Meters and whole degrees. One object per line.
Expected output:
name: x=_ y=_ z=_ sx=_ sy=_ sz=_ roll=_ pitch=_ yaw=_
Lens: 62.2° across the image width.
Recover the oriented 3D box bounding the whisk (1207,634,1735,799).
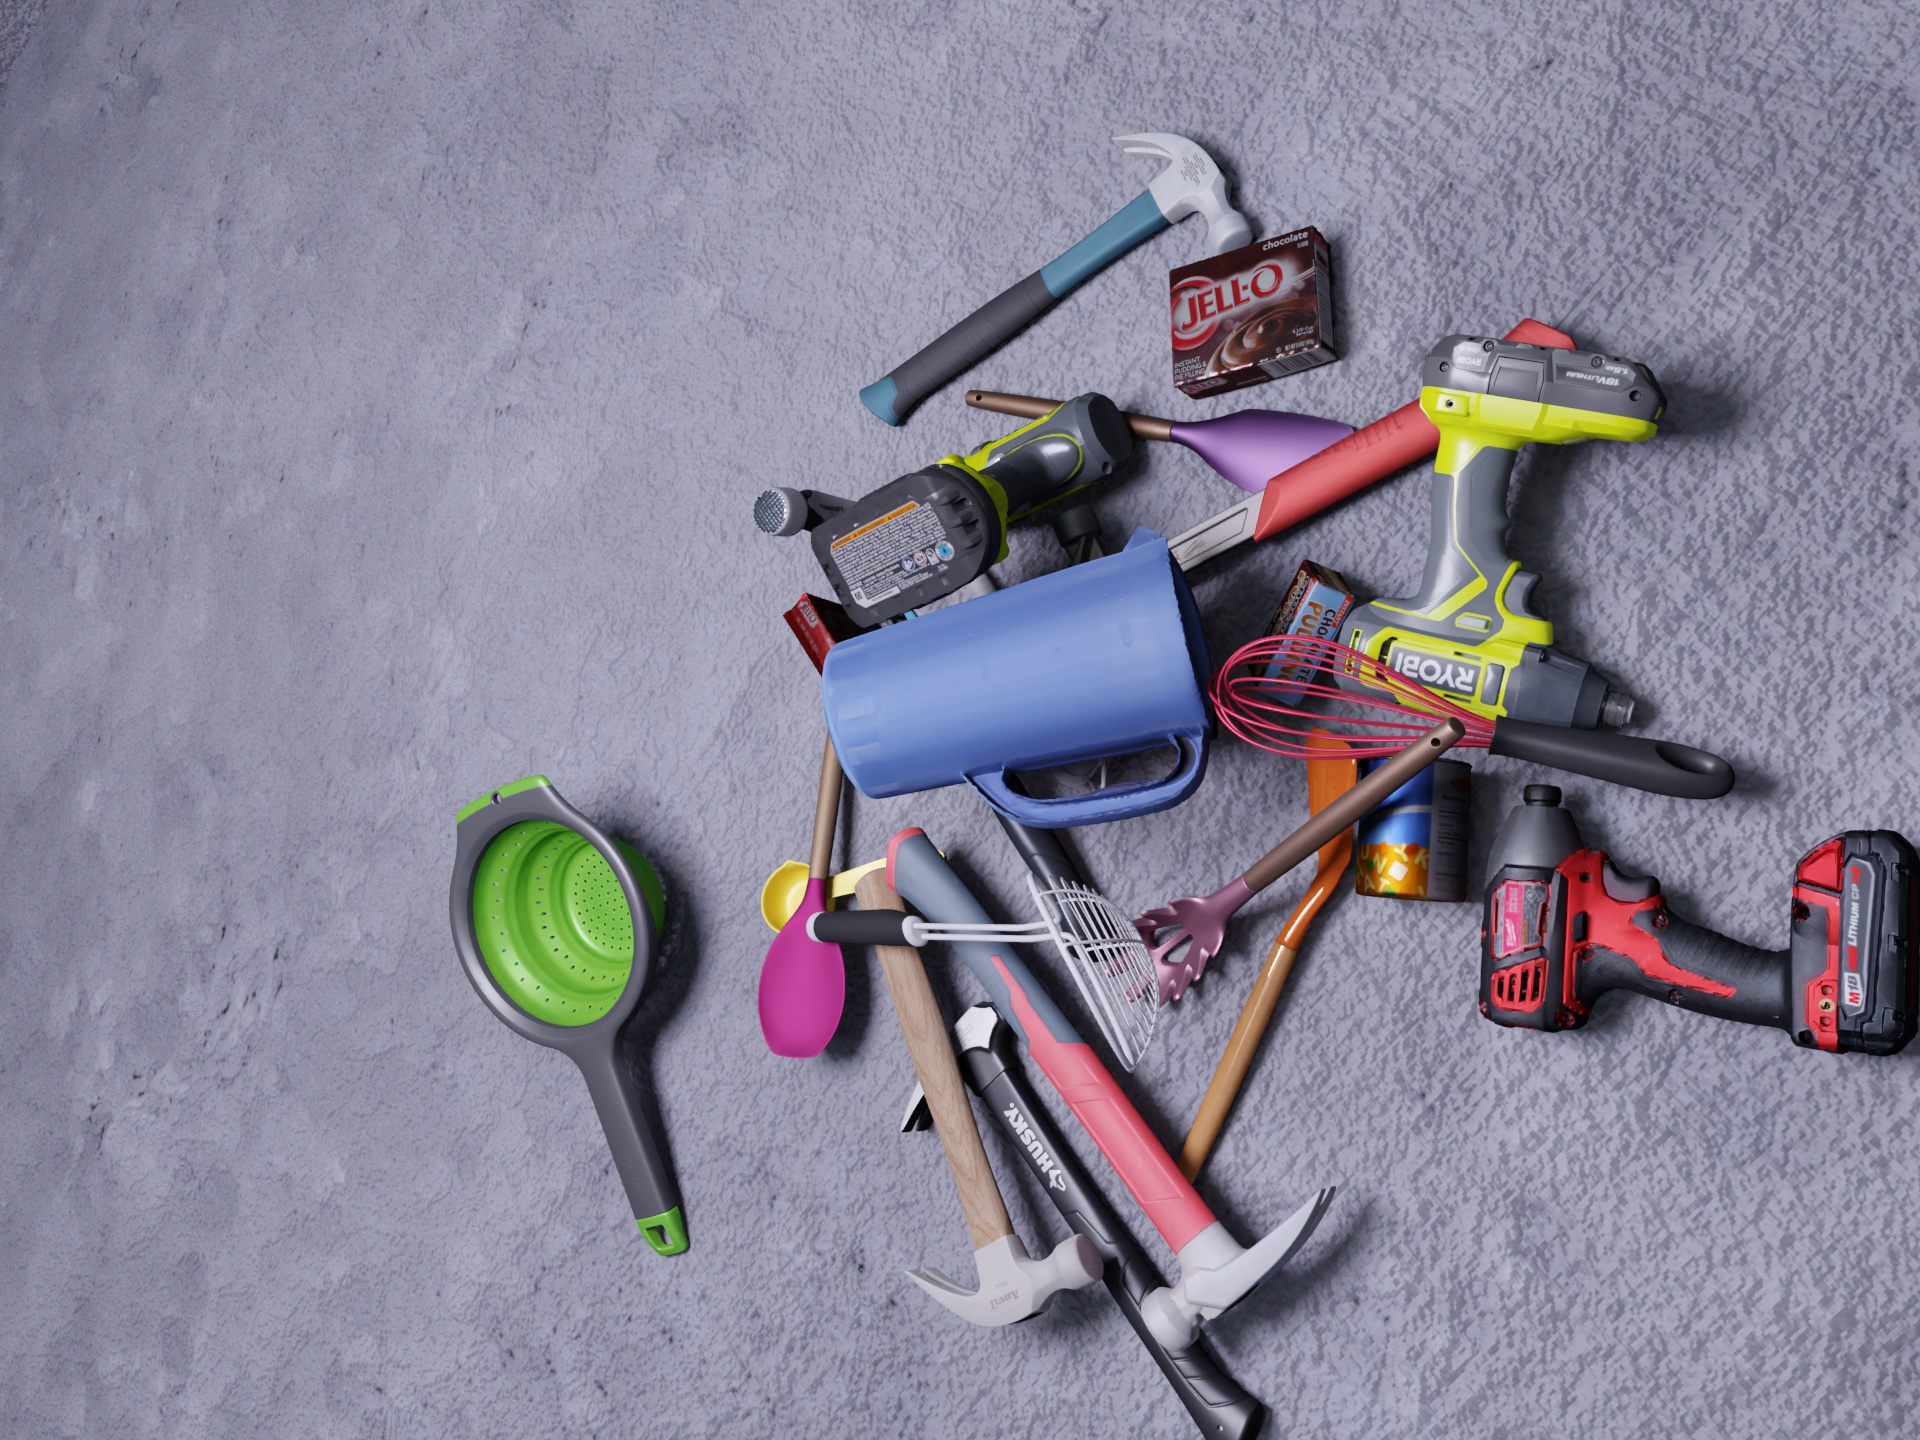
whisk: x=0.288 y=0.003 z=0.919 sx=0.296 sy=0.073 sz=0.073 roll=12 pitch=88 yaw=18

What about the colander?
colander: x=-0.283 y=0.234 z=1.304 sx=0.204 sy=0.094 sz=0.397 roll=-22 pitch=88 yaw=28

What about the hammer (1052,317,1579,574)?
hammer: x=0.237 y=-0.147 z=1.049 sx=0.359 sy=0.036 sz=0.149 roll=-27 pitch=79 yaw=24

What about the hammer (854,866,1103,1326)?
hammer: x=-0.014 y=0.252 z=1.102 sx=0.130 sy=0.031 sz=0.332 roll=-36 pitch=57 yaw=23

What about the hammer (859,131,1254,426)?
hammer: x=0.057 y=-0.323 z=1.210 sx=0.331 sy=0.033 sz=0.128 roll=-30 pitch=67 yaw=25

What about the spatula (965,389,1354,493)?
spatula: x=0.132 y=-0.210 z=1.148 sx=0.316 sy=0.018 sz=0.060 roll=18 pitch=94 yaw=33

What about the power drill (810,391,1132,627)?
power drill: x=-0.003 y=-0.146 z=1.110 sx=0.190 sy=0.228 sz=0.080 roll=-21 pitch=101 yaw=36

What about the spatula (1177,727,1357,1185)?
spatula: x=0.191 y=0.163 z=1.021 sx=0.081 sy=0.041 sz=0.322 roll=-126 pitch=57 yaw=-76

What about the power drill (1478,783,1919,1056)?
power drill: x=0.400 y=0.108 z=0.880 sx=0.220 sy=0.078 sz=0.143 roll=0 pitch=80 yaw=36

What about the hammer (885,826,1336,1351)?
hammer: x=0.076 y=0.207 z=1.053 sx=0.143 sy=0.038 sz=0.387 roll=-46 pitch=61 yaw=14

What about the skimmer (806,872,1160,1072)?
skimmer: x=-0.010 y=0.154 z=1.021 sx=0.363 sy=0.090 sz=0.127 roll=-7 pitch=118 yaw=50

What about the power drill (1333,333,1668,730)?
power drill: x=0.331 y=-0.106 z=0.947 sx=0.171 sy=0.080 sz=0.223 roll=16 pitch=103 yaw=26

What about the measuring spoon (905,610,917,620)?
measuring spoon: x=-0.057 y=-0.092 z=1.245 sx=0.042 sy=0.021 sz=0.129 roll=-45 pitch=59 yaw=18

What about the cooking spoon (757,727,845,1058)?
cooking spoon: x=-0.105 y=0.097 z=1.216 sx=0.069 sy=0.017 sz=0.319 roll=1 pitch=72 yaw=16

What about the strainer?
strainer: x=0.056 y=-0.044 z=1.153 sx=0.259 sy=0.050 sz=0.086 roll=57 pitch=138 yaw=33

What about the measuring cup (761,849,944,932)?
measuring cup: x=-0.079 y=0.127 z=1.222 sx=0.156 sy=0.029 sz=0.062 roll=-17 pitch=67 yaw=17

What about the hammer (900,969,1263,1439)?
hammer: x=0.085 y=0.340 z=1.063 sx=0.146 sy=0.035 sz=0.335 roll=-46 pitch=60 yaw=17

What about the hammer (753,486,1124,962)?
hammer: x=-0.002 y=-0.004 z=1.149 sx=0.036 sy=0.149 sz=0.409 roll=-42 pitch=70 yaw=29

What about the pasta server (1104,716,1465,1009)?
pasta server: x=0.192 y=0.090 z=0.976 sx=0.060 sy=0.040 sz=0.316 roll=51 pitch=135 yaw=9
